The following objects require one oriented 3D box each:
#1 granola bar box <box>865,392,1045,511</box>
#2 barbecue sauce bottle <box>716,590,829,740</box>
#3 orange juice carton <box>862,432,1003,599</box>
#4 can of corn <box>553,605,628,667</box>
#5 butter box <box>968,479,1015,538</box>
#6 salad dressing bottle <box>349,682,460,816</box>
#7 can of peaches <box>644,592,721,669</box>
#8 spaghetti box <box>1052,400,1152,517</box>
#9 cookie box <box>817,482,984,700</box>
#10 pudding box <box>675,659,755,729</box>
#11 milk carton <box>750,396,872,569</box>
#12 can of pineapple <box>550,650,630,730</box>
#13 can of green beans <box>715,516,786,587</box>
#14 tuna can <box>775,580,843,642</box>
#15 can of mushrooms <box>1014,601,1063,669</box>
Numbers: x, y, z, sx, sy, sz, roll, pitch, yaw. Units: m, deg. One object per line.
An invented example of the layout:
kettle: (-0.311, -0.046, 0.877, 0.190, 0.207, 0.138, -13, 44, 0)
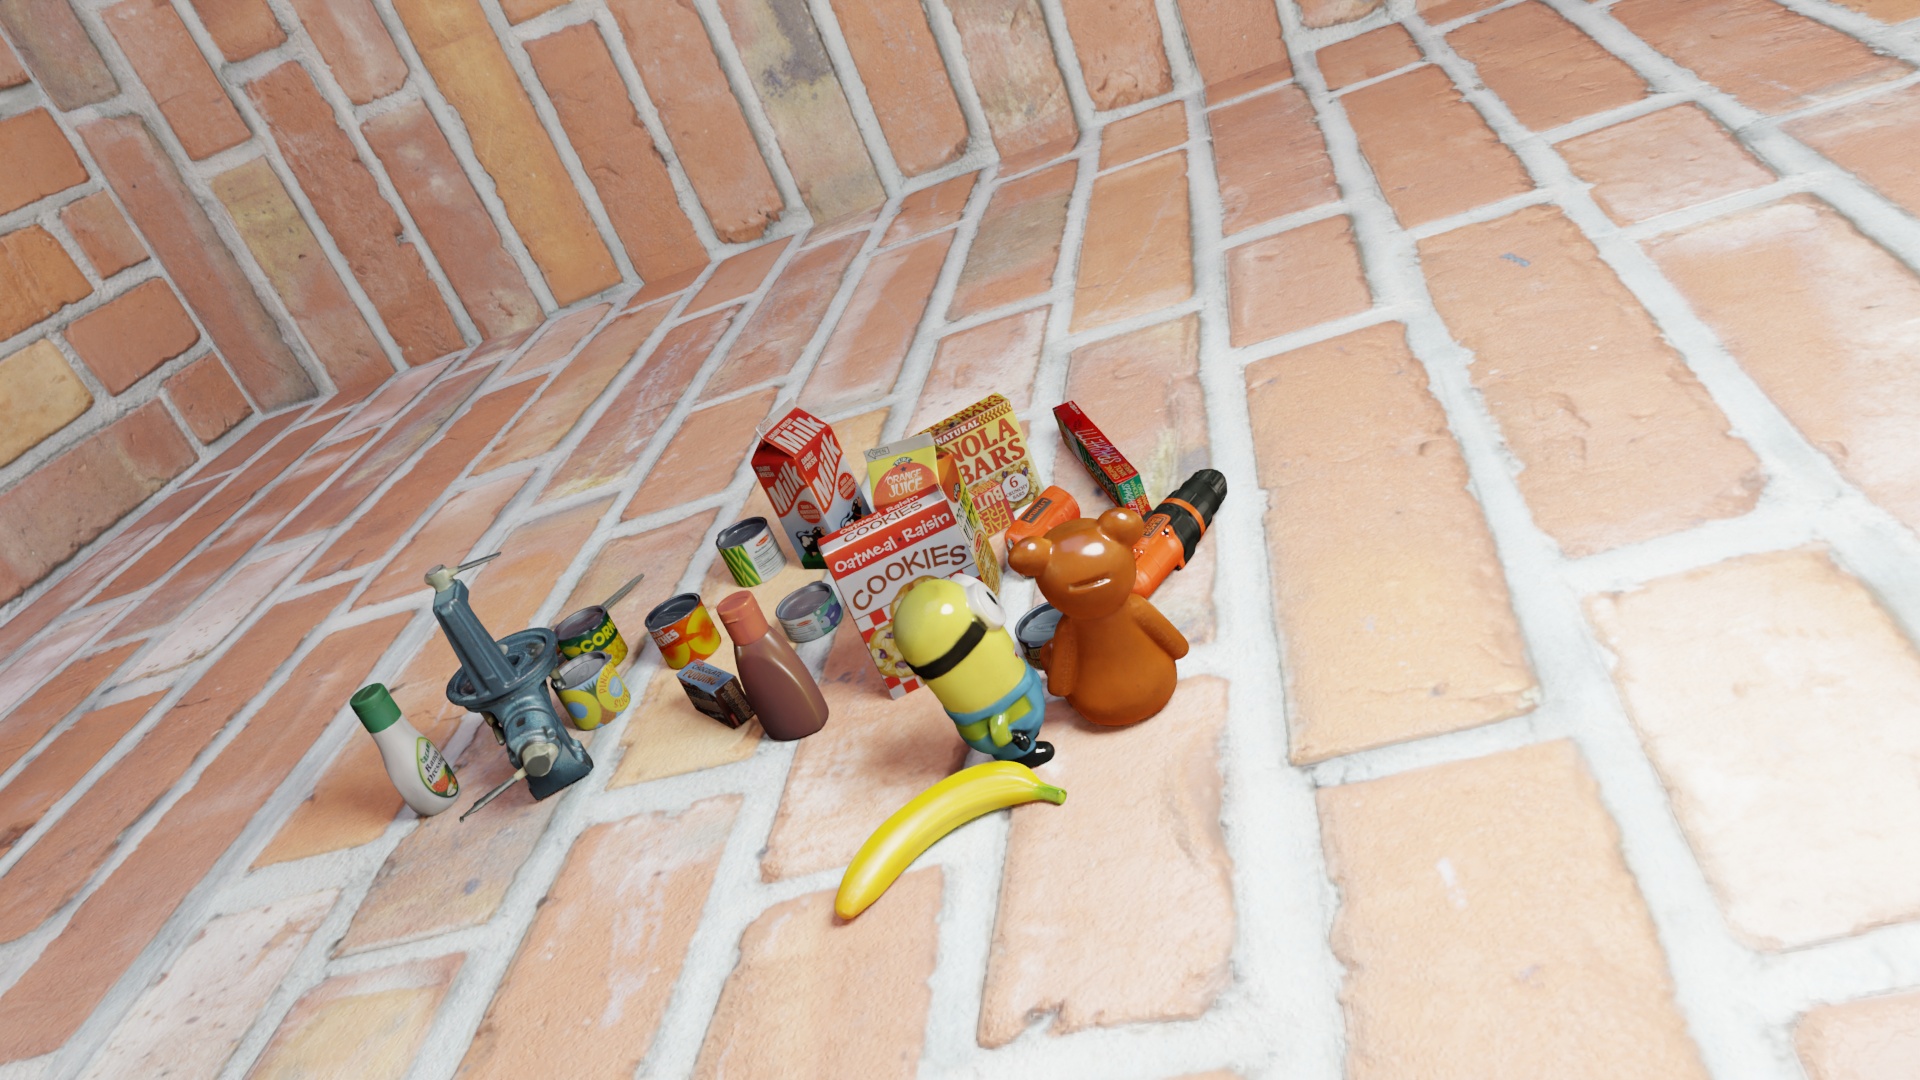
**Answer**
granola bar box: (-0.004, -0.070, 1.518, 0.166, 0.123, 0.039, -28, 26, -8)
barbecue sauce bottle: (-0.178, 0.116, 1.283, 0.065, 0.148, 0.044, -14, 27, 19)
orange juice carton: (-0.027, -0.015, 1.356, 0.072, 0.192, 0.073, -15, 27, 17)
can of corn: (-0.419, 0.116, 1.580, 0.071, 0.058, 0.071, -19, 26, 10)
butter box: (0.005, -0.019, 1.495, 0.104, 0.053, 0.024, -30, 27, -14)
salad dressing bottle: (-0.568, 0.213, 1.417, 0.044, 0.147, 0.064, -19, 26, 10)
can of peaches: (-0.304, 0.100, 1.516, 0.071, 0.058, 0.071, -19, 26, 10)
spaghetti box: (0.151, -0.090, 1.515, 0.029, 0.050, 0.251, -24, 26, -2)
cookie box: (-0.042, 0.048, 1.279, 0.123, 0.166, 0.040, -26, 26, -5)
pudding box: (-0.244, 0.151, 1.381, 0.030, 0.049, 0.084, -38, 29, -27)
milk carton: (-0.170, -0.064, 1.566, 0.073, 0.189, 0.073, -3, 33, 37)
can of pineapple: (-0.391, 0.159, 1.477, 0.071, 0.057, 0.071, -19, 26, 10)
can of green beans: (-0.246, 0.014, 1.633, 0.071, 0.057, 0.071, -19, 26, 10)
tuna can: (-0.159, 0.075, 1.475, 0.071, 0.032, 0.071, -19, 26, 10)
can of mushrooms: (0.084, 0.086, 1.256, 0.071, 0.033, 0.071, -19, 26, 10)
